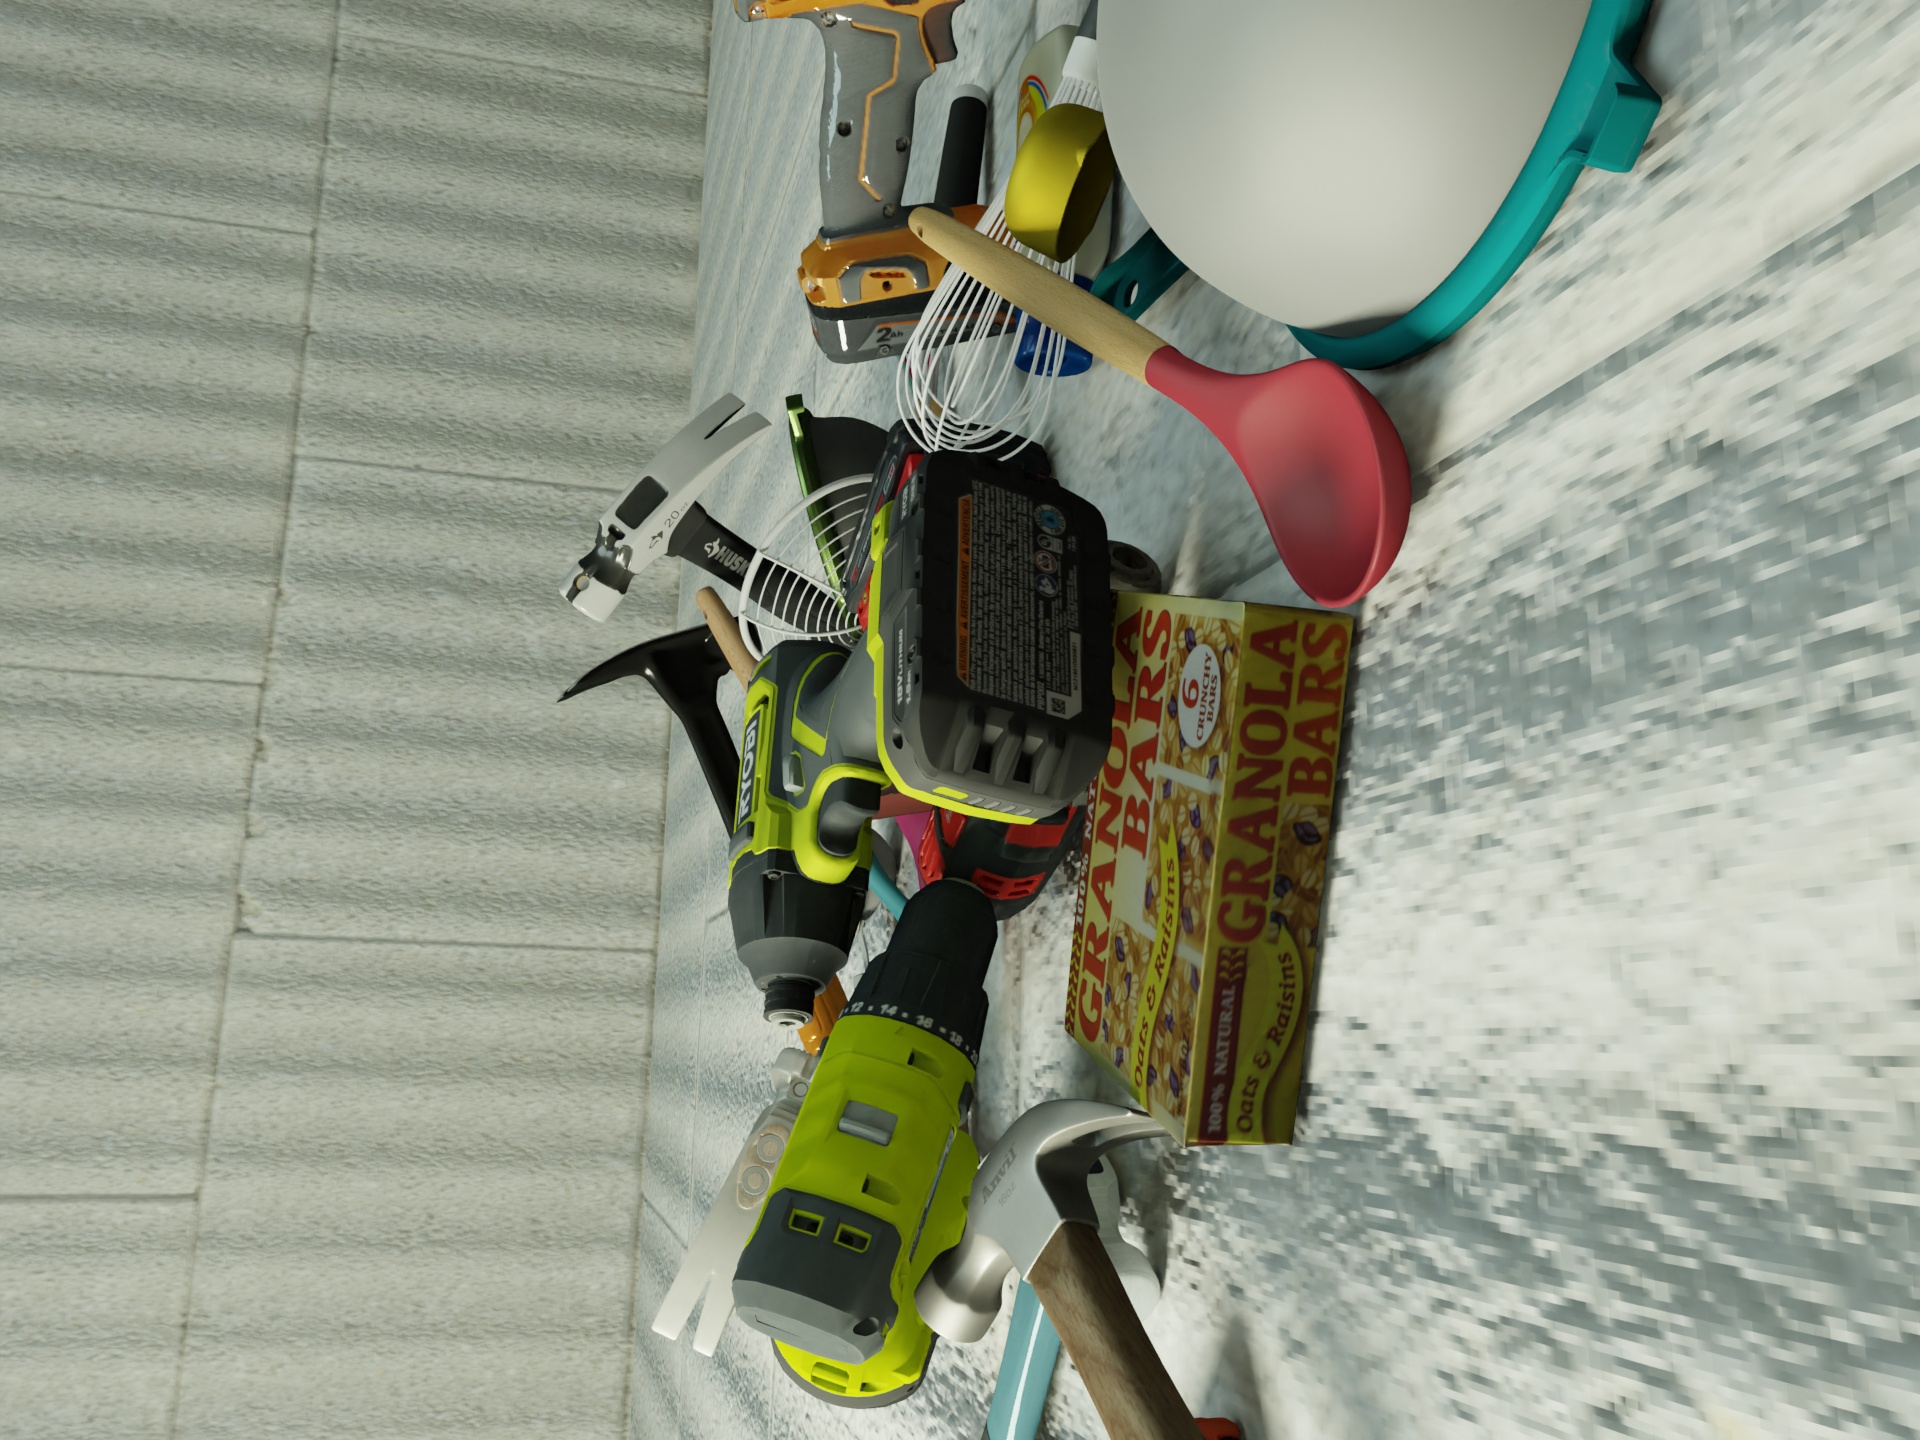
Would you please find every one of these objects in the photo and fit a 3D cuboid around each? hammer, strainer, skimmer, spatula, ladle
[{"bbox_3d":[0.072,0.232,0.448,0.130,0.031,0.332,-62,29,16],"label":"hammer"},{"bbox_3d":[0.076,-0.201,0.506,0.340,0.095,0.211,154,119,-71],"label":"strainer"},{"bbox_3d":[-0.045,-0.202,0.912,0.127,0.090,0.363,34,-120,-55],"label":"skimmer"},{"bbox_3d":[-0.108,0.313,0.940,0.410,0.038,0.146,94,-160,-64],"label":"hammer"},{"bbox_3d":[-0.057,0.158,1.003,0.086,0.050,0.259,113,152,-64],"label":"strainer"},{"bbox_3d":[-0.078,0.062,0.912,0.317,0.044,0.082,59,152,7],"label":"spatula"},{"bbox_3d":[0.019,0.320,0.686,0.128,0.033,0.330,-118,35,-62],"label":"hammer"},{"bbox_3d":[0.054,-0.130,0.550,0.316,0.031,0.069,48,143,47],"label":"ladle"},{"bbox_3d":[-0.053,-0.135,1.049,0.256,0.069,0.151,-64,-42,-84],"label":"strainer"},{"bbox_3d":[-0.113,0.107,0.924,0.034,0.127,0.337,-28,85,53],"label":"hammer"},{"bbox_3d":[-0.125,-0.096,1.023,0.146,0.035,0.334,-52,-19,2],"label":"hammer"}]

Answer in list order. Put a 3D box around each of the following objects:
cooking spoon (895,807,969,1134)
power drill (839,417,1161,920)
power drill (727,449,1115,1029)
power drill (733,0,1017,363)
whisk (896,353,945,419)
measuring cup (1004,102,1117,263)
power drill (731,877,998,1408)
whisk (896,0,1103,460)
[{"bbox_3d":[-0.012,0.121,0.848,0.069,0.017,0.319,-18,68,33],"label":"cooking spoon"},{"bbox_3d":[0.018,-0.048,0.719,0.227,0.080,0.187,-107,31,-45],"label":"power drill"},{"bbox_3d":[-0.030,0.013,0.625,0.223,0.080,0.171,-44,38,51],"label":"power drill"},{"bbox_3d":[-0.011,-0.307,0.787,0.084,0.185,0.226,-112,11,-59],"label":"power drill"},{"bbox_3d":[-0.025,-0.213,0.986,0.047,0.051,0.245,127,142,-54],"label":"whisk"},{"bbox_3d":[0.058,-0.252,0.615,0.062,0.029,0.156,53,-119,-79],"label":"measuring cup"},{"bbox_3d":[-0.031,0.192,0.690,0.228,0.080,0.191,94,-165,-56],"label":"power drill"},{"bbox_3d":[0.043,-0.240,0.662,0.070,0.070,0.284,-126,56,-68],"label":"whisk"}]
